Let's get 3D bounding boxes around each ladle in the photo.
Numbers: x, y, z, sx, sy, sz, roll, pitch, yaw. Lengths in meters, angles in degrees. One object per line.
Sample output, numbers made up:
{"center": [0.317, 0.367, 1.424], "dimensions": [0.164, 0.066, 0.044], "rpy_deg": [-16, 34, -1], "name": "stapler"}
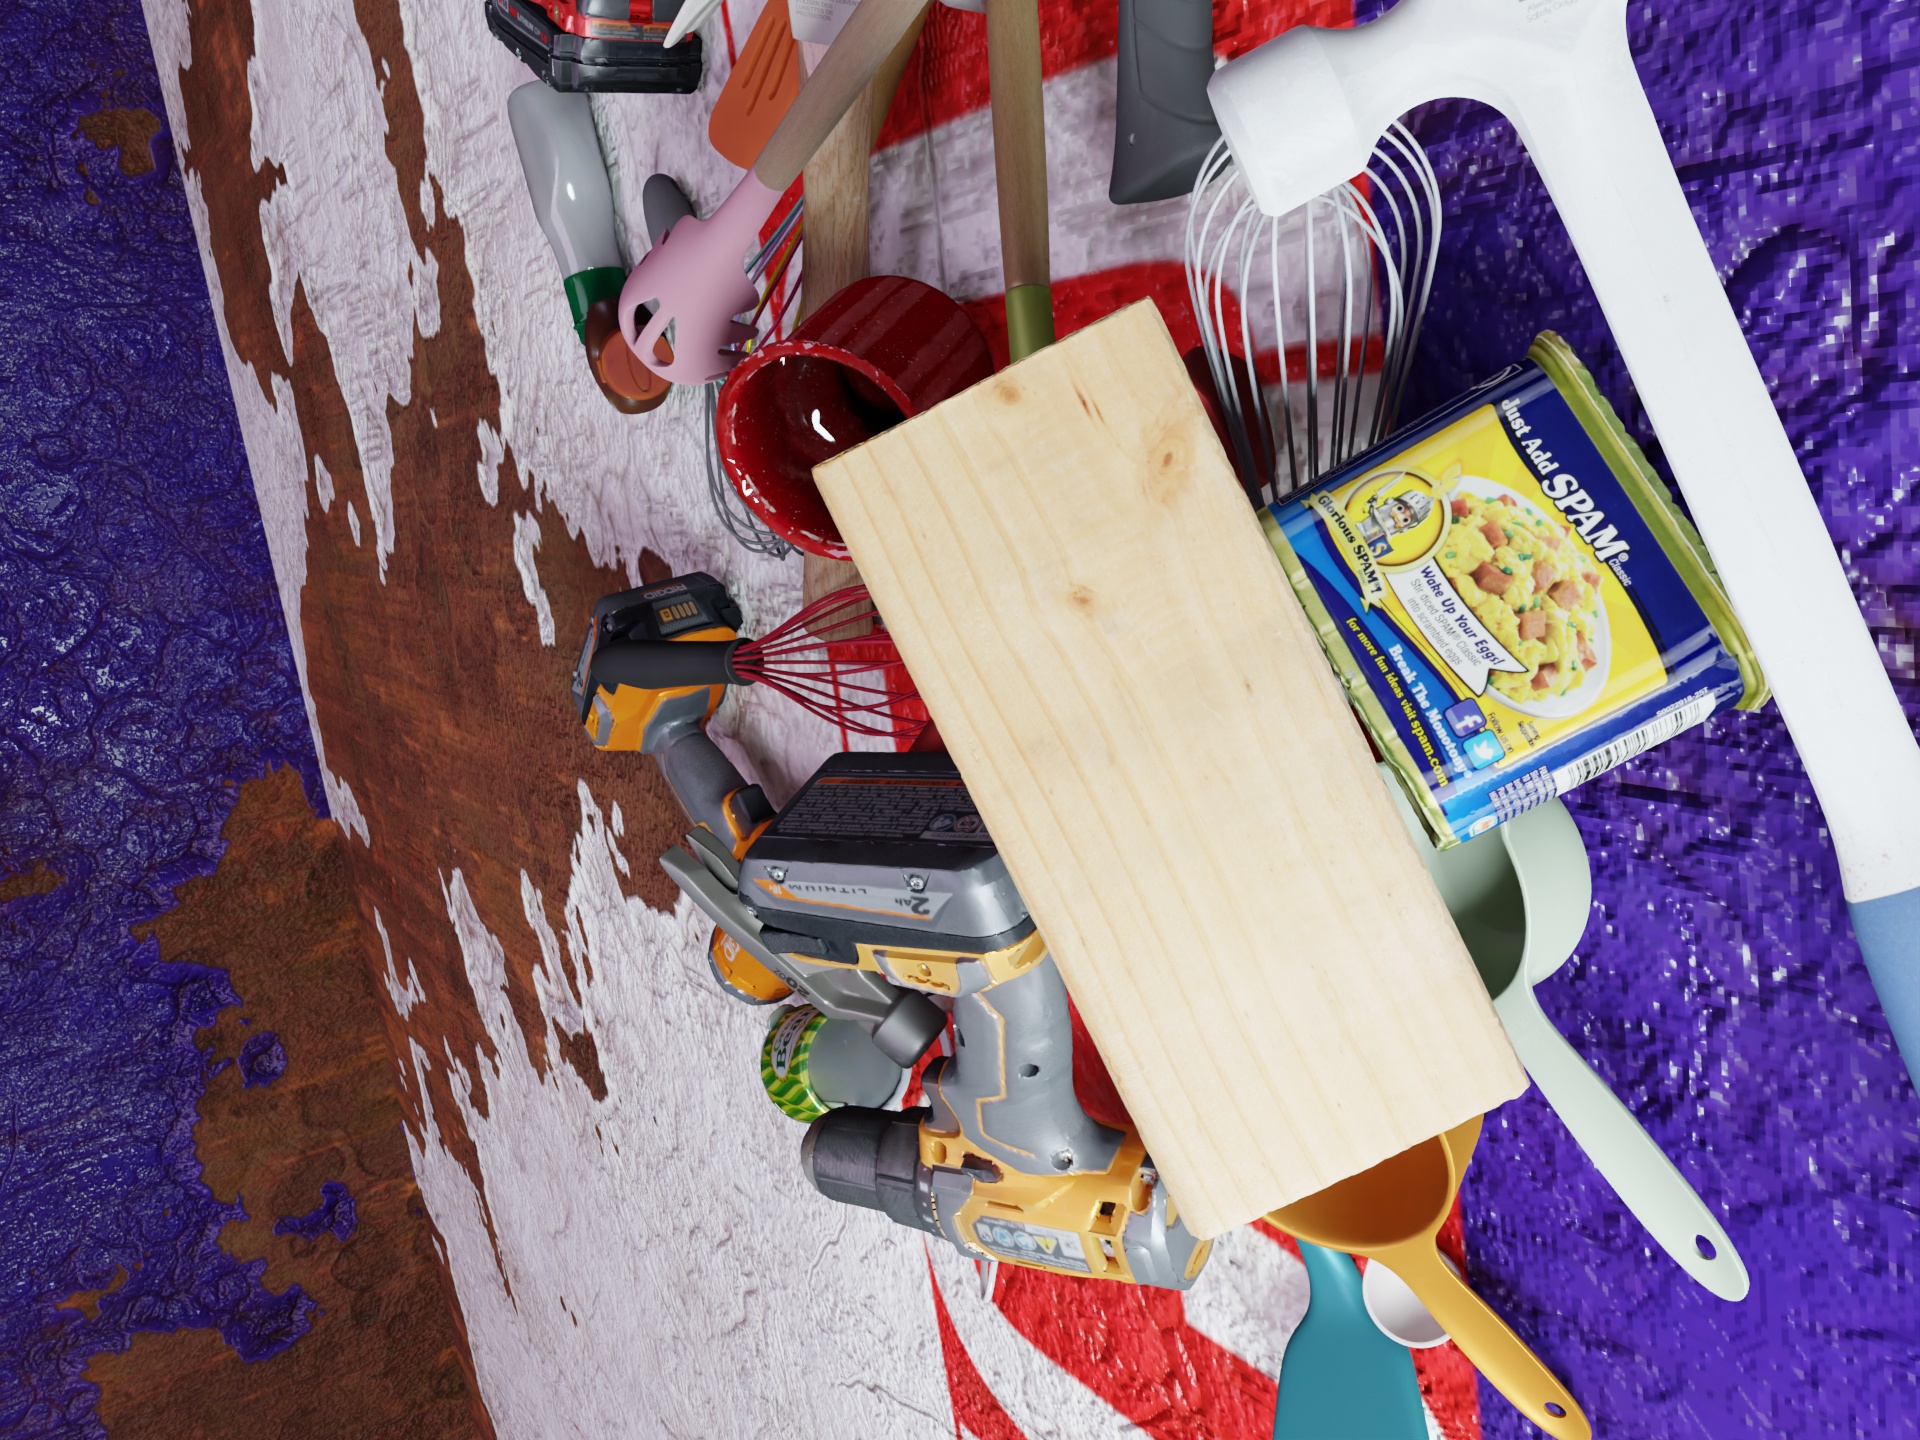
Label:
{"center": [0.015, -0.167, 0.511], "dimensions": [0.078, 0.062, 0.320], "rpy_deg": [-7, 80, 30], "name": "ladle"}

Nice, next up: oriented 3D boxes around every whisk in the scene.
{"center": [-0.089, -0.028, 0.750], "dimensions": [0.296, 0.073, 0.073], "rpy_deg": [1, 104, 45], "name": "whisk"}
{"center": [0.108, -0.038, 0.479], "dimensions": [0.070, 0.070, 0.284], "rpy_deg": [29, 132, 52], "name": "whisk"}
{"center": [-0.060, -0.226, 0.683], "dimensions": [0.244, 0.051, 0.047], "rpy_deg": [-56, 11, 47], "name": "whisk"}
{"center": [-0.122, -0.184, 0.812], "dimensions": [0.055, 0.055, 0.239], "rpy_deg": [-51, 55, 55], "name": "whisk"}

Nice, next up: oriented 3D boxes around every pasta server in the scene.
{"center": [-0.052, -0.218, 0.576], "dimensions": [0.060, 0.040, 0.316], "rpy_deg": [47, 137, -5], "name": "pasta server"}

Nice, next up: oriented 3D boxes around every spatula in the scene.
{"center": [0.100, 0.137, 0.578], "dimensions": [0.082, 0.044, 0.317], "rpy_deg": [-29, 76, 50], "name": "spatula"}
{"center": [-0.069, -0.387, 0.628], "dimensions": [0.081, 0.041, 0.322], "rpy_deg": [44, 137, 48], "name": "spatula"}

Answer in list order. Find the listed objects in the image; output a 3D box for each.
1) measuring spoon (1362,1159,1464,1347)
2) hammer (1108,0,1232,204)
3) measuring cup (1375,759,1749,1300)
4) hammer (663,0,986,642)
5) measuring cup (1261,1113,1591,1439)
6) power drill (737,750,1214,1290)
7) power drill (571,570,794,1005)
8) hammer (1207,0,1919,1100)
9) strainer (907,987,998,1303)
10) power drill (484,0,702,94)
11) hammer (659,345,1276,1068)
{"center": [0.139, 0.152, 0.549], "dimensions": [0.034, 0.018, 0.124], "rpy_deg": [-29, 68, 23], "name": "measuring spoon"}
{"center": [0.057, -0.321, 0.451], "dimensions": [0.146, 0.035, 0.334], "rpy_deg": [29, 128, 51], "name": "hammer"}
{"center": [0.168, 0.078, 0.444], "dimensions": [0.168, 0.038, 0.083], "rpy_deg": [57, 146, 25], "name": "measuring cup"}
{"center": [-0.055, -0.171, 0.674], "dimensions": [0.130, 0.031, 0.331], "rpy_deg": [17, 132, 15], "name": "hammer"}
{"center": [0.148, 0.149, 0.507], "dimensions": [0.173, 0.052, 0.095], "rpy_deg": [49, 133, -3], "name": "measuring cup"}
{"center": [-0.010, 0.124, 0.626], "dimensions": [0.185, 0.084, 0.226], "rpy_deg": [0, 123, 32], "name": "power drill"}
{"center": [-0.131, 0.032, 0.891], "dimensions": [0.227, 0.084, 0.164], "rpy_deg": [60, 146, 17], "name": "power drill"}
{"center": [0.196, 0.020, 0.324], "dimensions": [0.144, 0.035, 0.405], "rpy_deg": [-24, 90, 16], "name": "hammer"}
{"center": [-0.009, 0.145, 0.773], "dimensions": [0.086, 0.050, 0.259], "rpy_deg": [118, 135, -61], "name": "strainer"}
{"center": [-0.172, -0.426, 0.755], "dimensions": [0.143, 0.078, 0.219], "rpy_deg": [48, 138, 38], "name": "power drill"}
{"center": [-0.001, -0.002, 0.615], "dimensions": [0.149, 0.037, 0.359], "rpy_deg": [40, 131, 6], "name": "hammer"}
